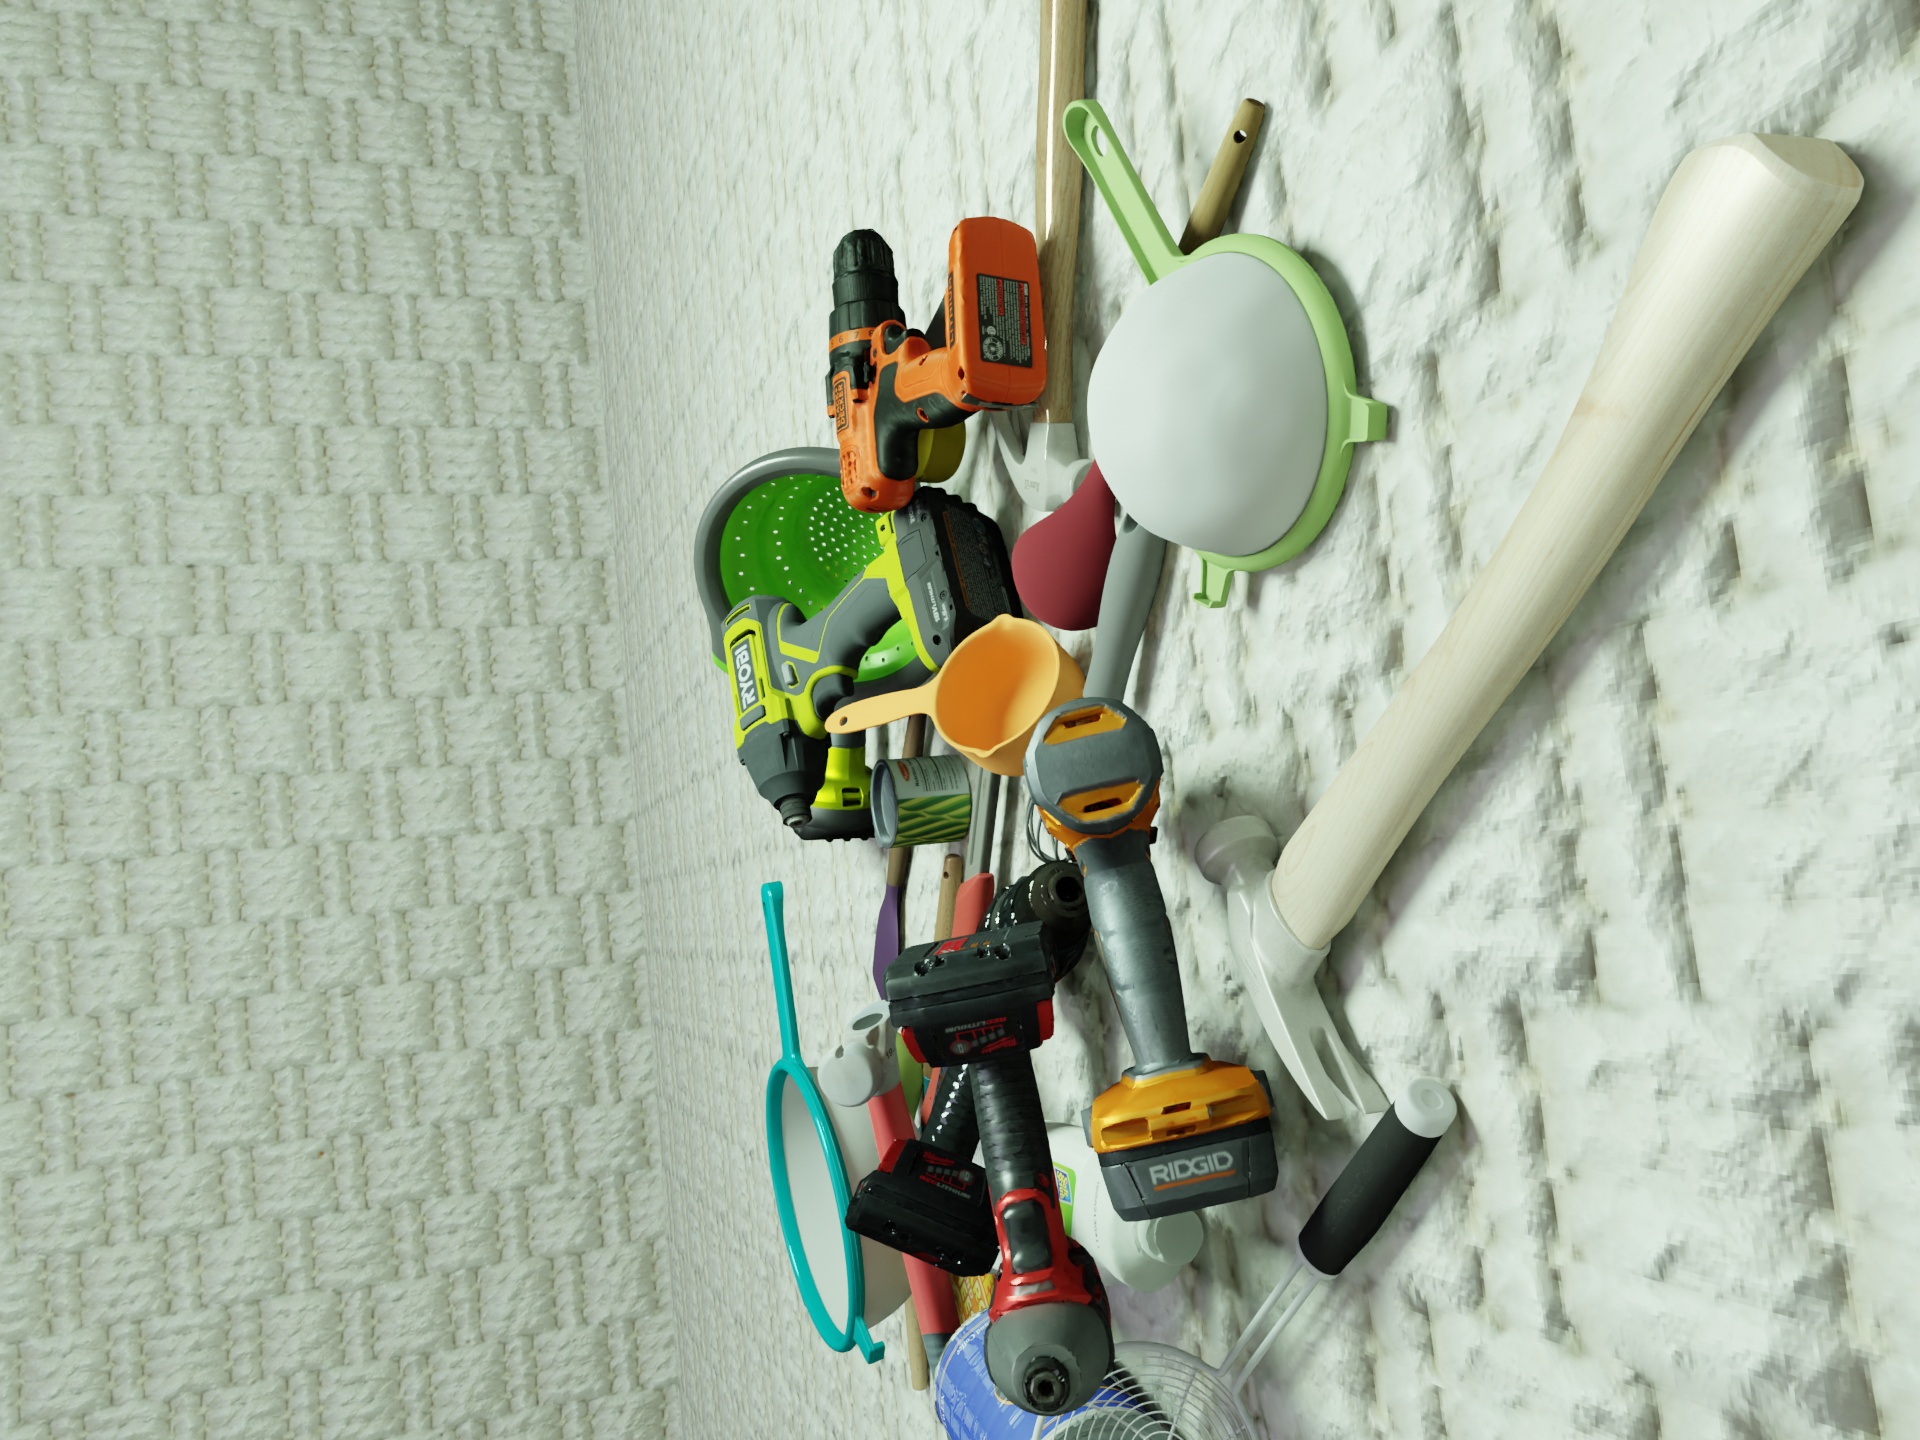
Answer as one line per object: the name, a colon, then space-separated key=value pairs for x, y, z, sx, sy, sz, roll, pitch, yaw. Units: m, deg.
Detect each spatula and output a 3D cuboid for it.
spatula: x=-0.050 y=0.114 z=1.304 sx=0.060 sy=0.018 sz=0.315 roll=-119 pitch=30 yaw=-49
spatula: x=-0.025 y=0.252 z=1.215 sx=0.082 sy=0.044 sz=0.317 roll=19 pitch=112 yaw=37

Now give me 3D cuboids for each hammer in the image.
hammer: x=0.011 y=0.148 z=1.101 sx=0.149 sy=0.036 sz=0.359 roll=-129 pitch=41 yaw=-59
hammer: x=0.055 y=-0.287 z=0.911 sx=0.130 sy=0.031 sz=0.331 roll=-151 pitch=60 yaw=-67
hammer: x=-0.012 y=0.375 z=1.037 sx=0.143 sy=0.038 sz=0.386 roll=-29 pitch=-73 yaw=-72
hammer: x=0.188 y=-0.012 z=0.572 sx=0.410 sy=0.038 sz=0.146 roll=109 pitch=150 yaw=-47

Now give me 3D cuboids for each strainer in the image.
strainer: x=0.083 y=-0.184 z=0.726 sx=0.256 sy=0.069 sz=0.151 roll=67 pitch=150 yaw=19
strainer: x=-0.082 y=0.283 z=1.180 sx=0.211 sy=0.095 sz=0.340 roll=160 pitch=102 yaw=-69

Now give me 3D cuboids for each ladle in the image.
ladle: x=0.091 y=-0.164 z=0.816 sx=0.031 sy=0.069 sz=0.315 roll=-57 pitch=-10 yaw=-50
ladle: x=-0.055 y=0.407 z=1.316 sx=0.078 sy=0.062 sz=0.320 roll=-122 pitch=29 yaw=-79

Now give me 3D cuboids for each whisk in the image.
whisk: x=0.078 y=-0.015 z=0.878 sx=0.055 sy=0.055 sz=0.238 roll=-122 pitch=39 yaw=-54

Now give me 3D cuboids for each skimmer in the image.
skimmer: x=0.124 y=0.289 z=0.724 sx=0.127 sy=0.090 sz=0.363 roll=44 pitch=138 yaw=28

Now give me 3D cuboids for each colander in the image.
colander: x=-0.052 y=-0.176 z=1.141 sx=0.397 sy=0.204 sz=0.094 roll=-58 pitch=2 yaw=35

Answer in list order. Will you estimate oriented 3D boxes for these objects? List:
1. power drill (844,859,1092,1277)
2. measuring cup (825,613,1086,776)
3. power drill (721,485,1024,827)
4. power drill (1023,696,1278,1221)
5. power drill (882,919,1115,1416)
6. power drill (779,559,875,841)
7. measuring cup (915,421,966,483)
power drill: x=0.017 y=0.189 z=0.900 sx=0.187 sy=0.080 sz=0.227 roll=112 pitch=-179 yaw=-69
measuring cup: x=-0.002 y=-0.003 z=0.967 sx=0.173 sy=0.052 sz=0.095 roll=-12 pitch=57 yaw=33
power drill: x=-0.067 y=-0.041 z=1.071 sx=0.223 sy=0.080 sz=0.171 roll=-32 pitch=57 yaw=32
power drill: x=0.085 y=0.111 z=0.765 sx=0.164 sy=0.084 sz=0.226 roll=58 pitch=-161 yaw=-79
power drill: x=0.026 y=0.214 z=0.762 sx=0.143 sy=0.078 sz=0.220 roll=24 pitch=-126 yaw=-85
power drill: x=-0.111 y=-0.026 z=1.369 sx=0.191 sy=0.080 sz=0.228 roll=-145 pitch=57 yaw=-66
measuring cup: x=0.005 y=-0.203 z=0.996 sx=0.156 sy=0.029 sz=0.062 roll=-43 pitch=50 yaw=52
